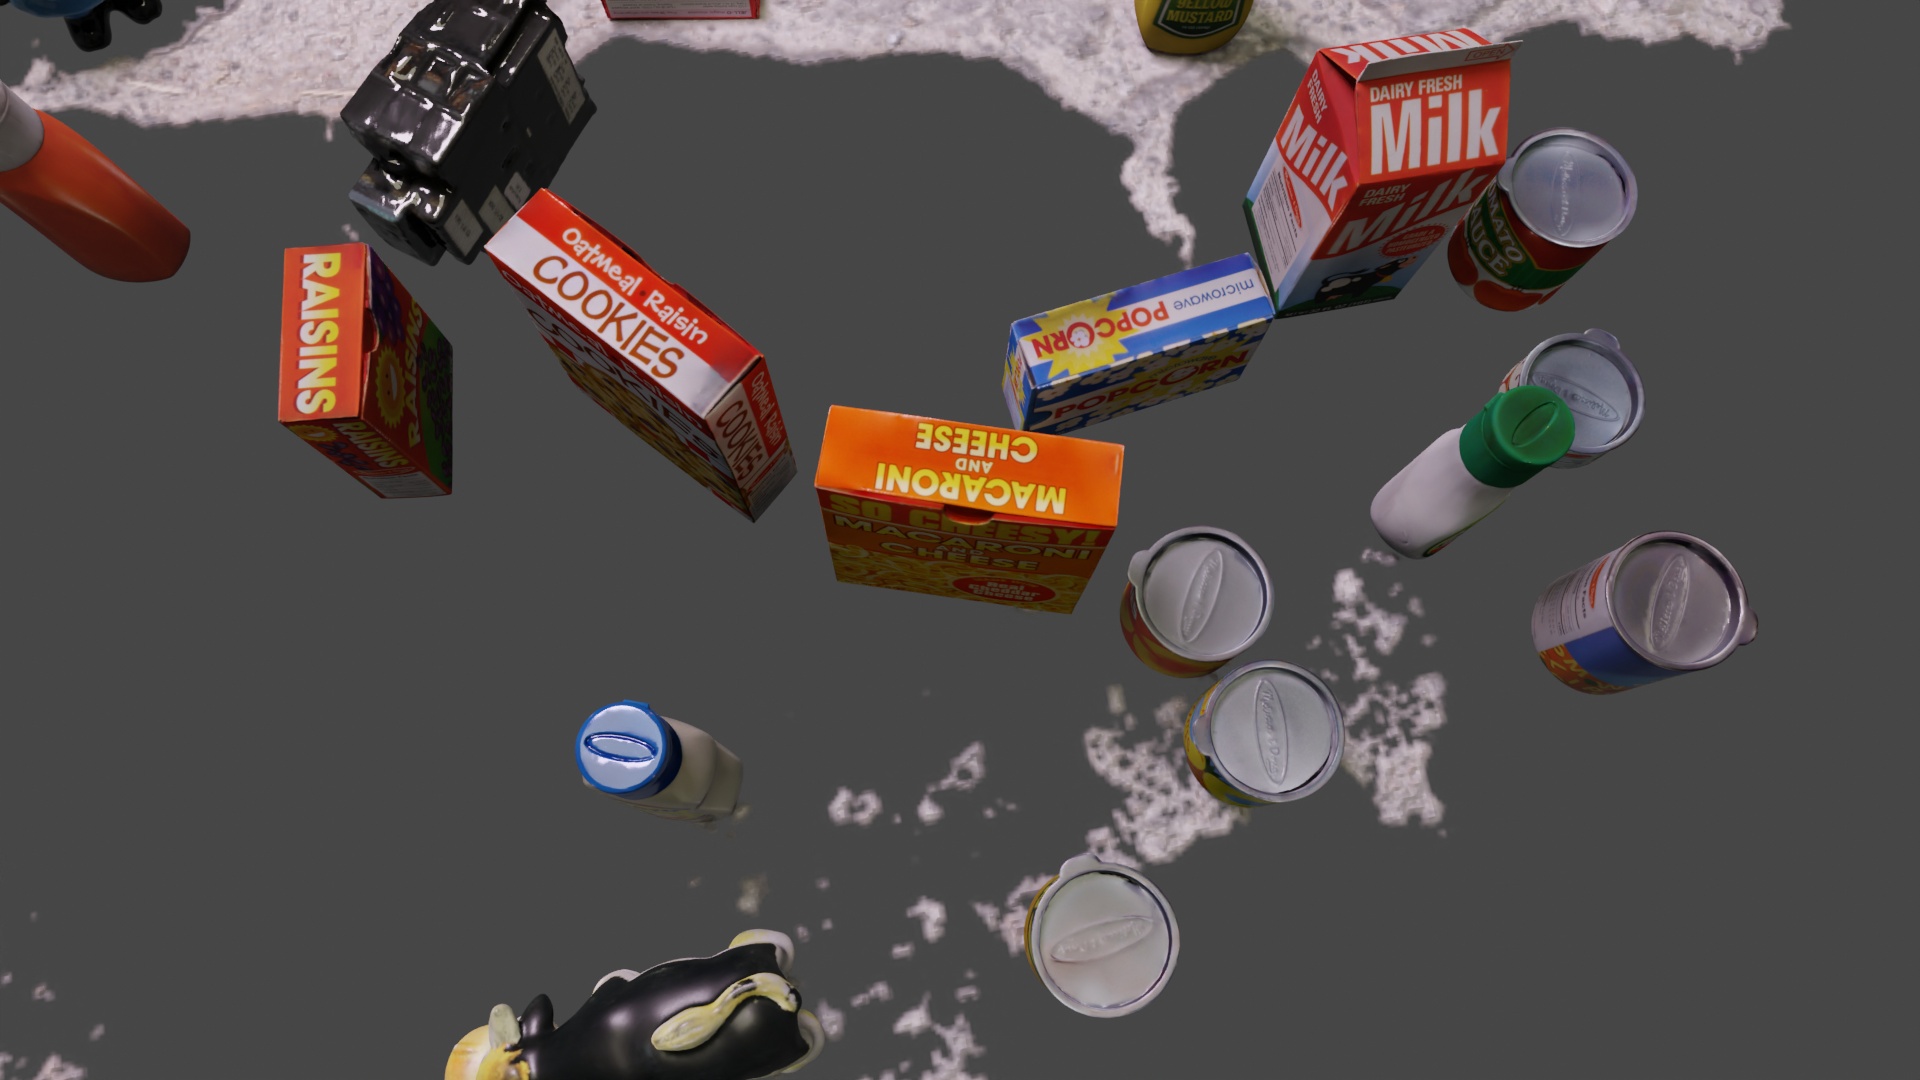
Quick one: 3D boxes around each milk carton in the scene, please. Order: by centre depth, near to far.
[{"bbox_3d":[0.201,-0.182,0.675,0.072,0.190,0.073,-11,76,-4],"label":"milk carton"}]

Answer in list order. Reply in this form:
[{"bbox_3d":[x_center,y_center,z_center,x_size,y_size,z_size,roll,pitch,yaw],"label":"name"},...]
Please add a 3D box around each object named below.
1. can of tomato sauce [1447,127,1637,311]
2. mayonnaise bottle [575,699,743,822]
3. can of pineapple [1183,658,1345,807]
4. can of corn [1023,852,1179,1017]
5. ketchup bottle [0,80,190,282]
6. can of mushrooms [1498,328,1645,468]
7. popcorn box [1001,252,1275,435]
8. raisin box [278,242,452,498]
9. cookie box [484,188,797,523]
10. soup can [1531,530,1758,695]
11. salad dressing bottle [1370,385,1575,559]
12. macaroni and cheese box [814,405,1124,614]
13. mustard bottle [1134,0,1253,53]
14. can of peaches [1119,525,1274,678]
[{"bbox_3d":[0.301,-0.166,0.730,0.071,0.083,0.071,0,75,-2],"label":"can of tomato sauce"},{"bbox_3d":[-0.135,0.099,0.611,0.065,0.147,0.041,10,75,1],"label":"mayonnaise bottle"},{"bbox_3d":[0.142,0.093,0.668,0.071,0.057,0.071,0,75,-2],"label":"can of pineapple"},{"bbox_3d":[0.063,0.181,0.641,0.071,0.058,0.071,0,75,-2],"label":"can of corn"},{"bbox_3d":[-0.441,-0.176,0.674,0.065,0.148,0.043,11,76,1],"label":"ketchup bottle"},{"bbox_3d":[0.321,-0.075,0.731,0.071,0.033,0.071,0,75,-2],"label":"can of mushrooms"},{"bbox_3d":[0.087,-0.095,0.702,0.127,0.085,0.038,-17,77,-6],"label":"popcorn box"},{"bbox_3d":[-0.281,-0.077,0.666,0.040,0.123,0.086,-4,76,-3],"label":"raisin box"},{"bbox_3d":[-0.141,-0.079,0.648,0.123,0.167,0.040,37,78,8],"label":"cookie box"},{"bbox_3d":[0.329,0.039,0.675,0.071,0.083,0.071,0,75,-2],"label":"soup can"},{"bbox_3d":[0.240,-0.031,0.658,0.064,0.147,0.044,-41,80,-11],"label":"salad dressing bottle"},{"bbox_3d":[0.002,-0.008,0.634,0.124,0.166,0.040,8,75,0],"label":"macaroni and cheese box"},{"bbox_3d":[0.131,-0.317,0.725,0.065,0.160,0.049,-3,76,-2],"label":"mustard bottle"},{"bbox_3d":[0.112,0.031,0.684,0.071,0.058,0.071,0,75,-2],"label":"can of peaches"}]
